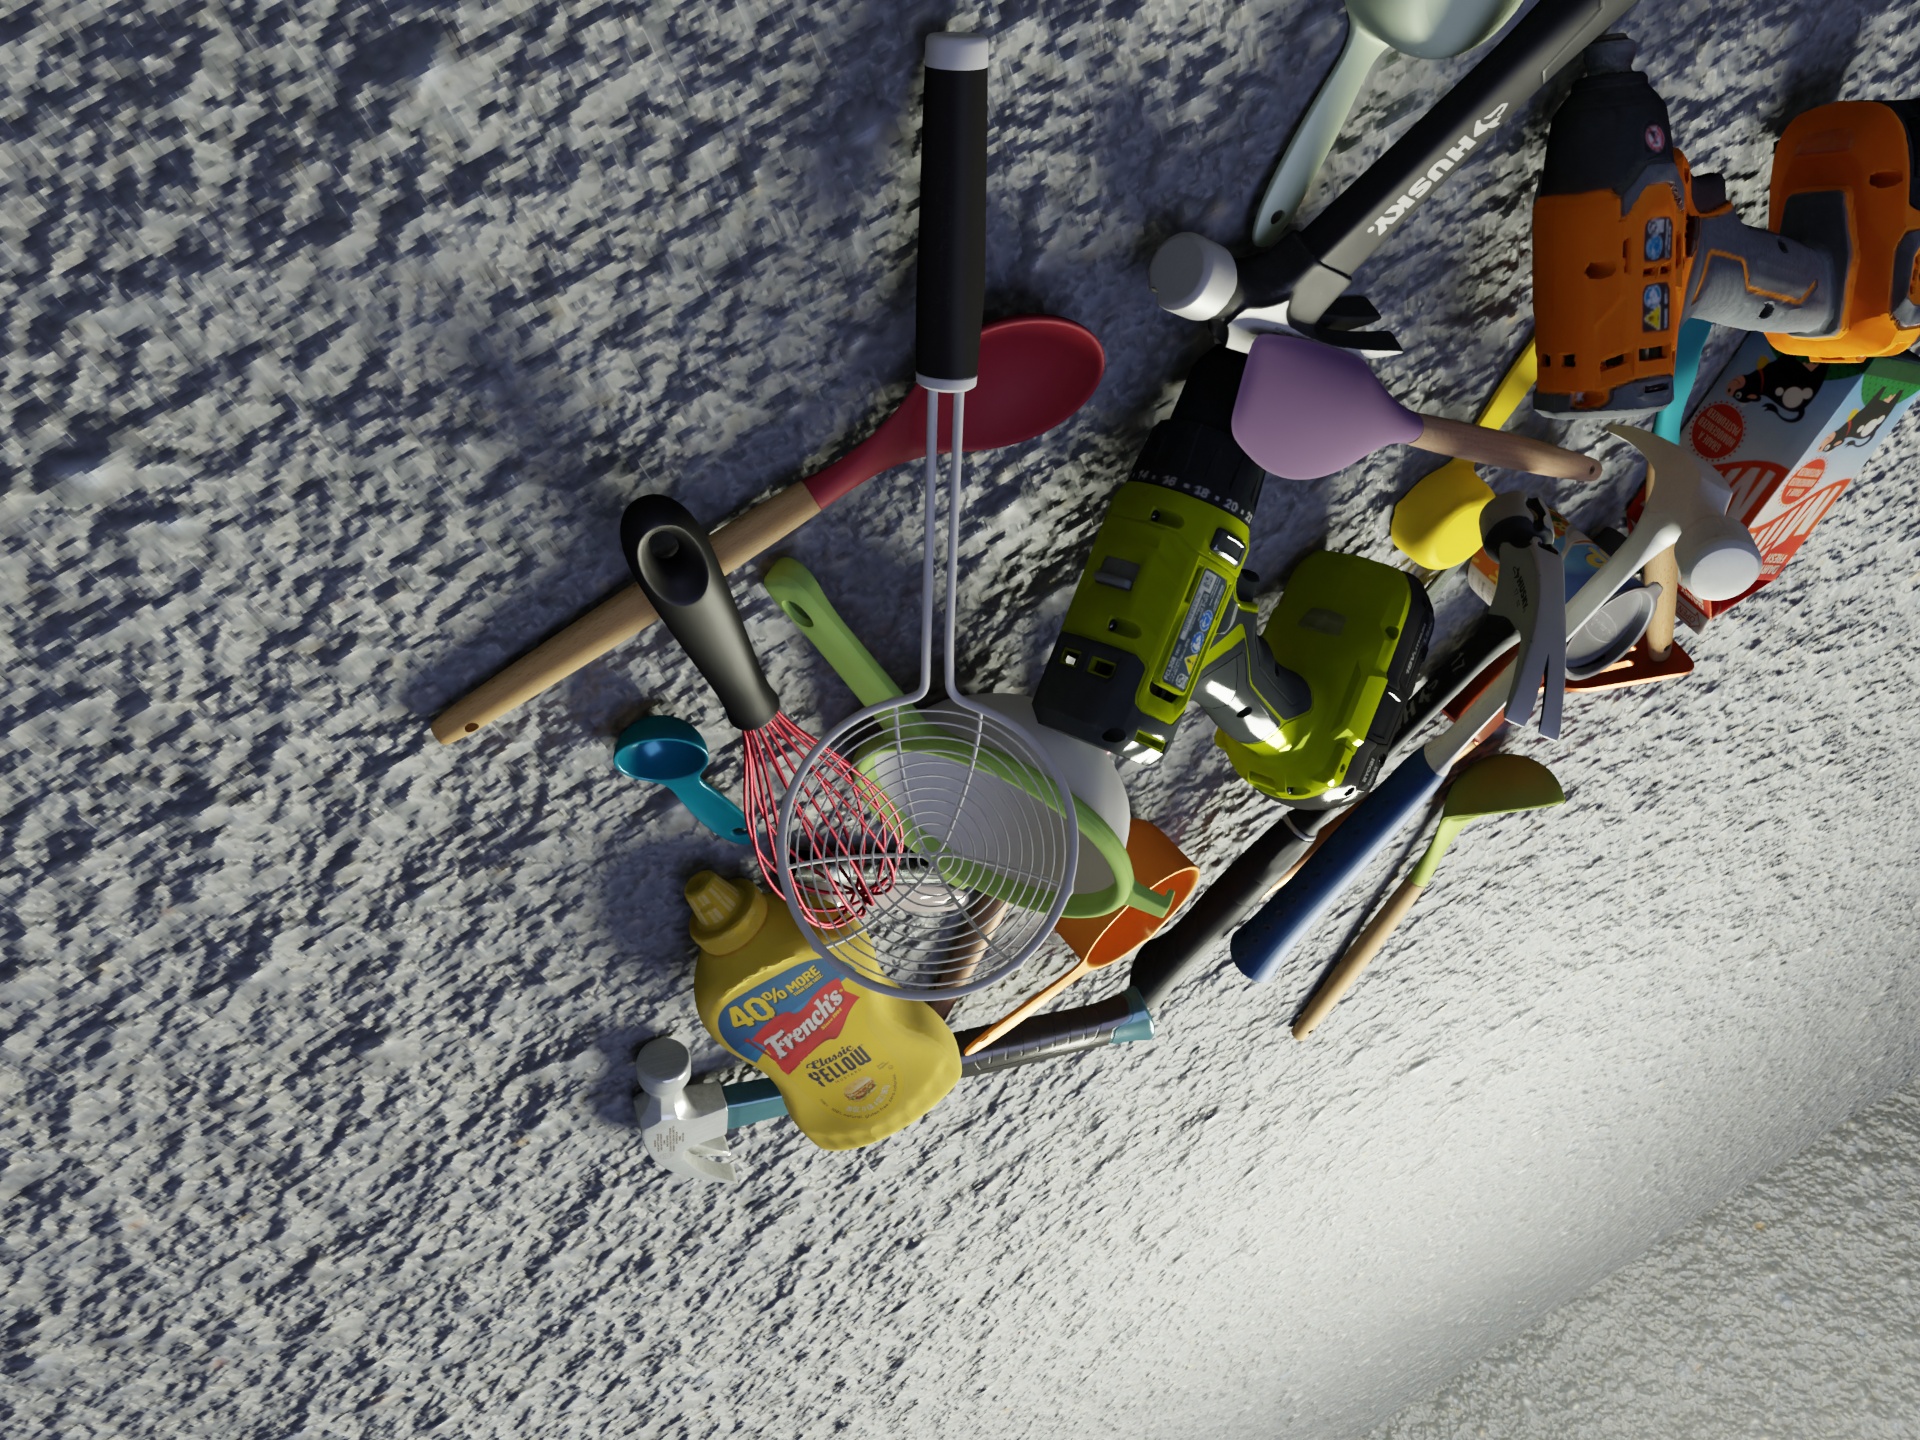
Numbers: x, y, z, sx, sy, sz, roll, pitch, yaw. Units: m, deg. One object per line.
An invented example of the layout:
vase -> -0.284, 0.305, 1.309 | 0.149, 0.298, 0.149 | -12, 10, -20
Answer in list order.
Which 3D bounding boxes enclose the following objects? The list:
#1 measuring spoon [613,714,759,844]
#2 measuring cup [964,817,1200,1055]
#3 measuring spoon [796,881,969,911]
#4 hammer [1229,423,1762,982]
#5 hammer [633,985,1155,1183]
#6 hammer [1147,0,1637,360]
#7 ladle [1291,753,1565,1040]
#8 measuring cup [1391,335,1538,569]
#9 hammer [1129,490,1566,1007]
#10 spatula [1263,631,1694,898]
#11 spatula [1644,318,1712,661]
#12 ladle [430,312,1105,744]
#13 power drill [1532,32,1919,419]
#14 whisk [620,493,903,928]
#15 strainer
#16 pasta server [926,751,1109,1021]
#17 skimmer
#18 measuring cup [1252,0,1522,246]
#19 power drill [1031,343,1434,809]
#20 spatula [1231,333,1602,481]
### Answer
measuring spoon -> -0.123, 0.028, 0.748 | 0.042, 0.021, 0.128 | -12, 153, 10
measuring cup -> 0.058, 0.124, 0.932 | 0.173, 0.052, 0.095 | -38, 156, -3
measuring spoon -> -0.040, 0.102, 0.880 | 0.124, 0.018, 0.034 | 8, 126, -41
hammer -> 0.272, 0.011, 0.887 | 0.035, 0.144, 0.405 | 23, 129, -12
hammer -> -0.031, 0.209, 0.965 | 0.331, 0.033, 0.128 | -8, 137, -20
hammer -> 0.230, -0.261, 0.608 | 0.146, 0.035, 0.334 | 4, 143, -47
ladle -> 0.328, 0.143, 1.162 | 0.078, 0.062, 0.320 | -6, 137, -35
measuring cup -> 0.285, -0.145, 0.842 | 0.062, 0.029, 0.156 | -1, 133, -35
hammer -> 0.207, 0.055, 0.918 | 0.036, 0.149, 0.408 | 22, 134, -13
spatula -> 0.317, 0.032, 1.040 | 0.322, 0.081, 0.041 | -38, 118, 13
spatula -> 0.384, -0.142, 0.884 | 0.082, 0.044, 0.317 | -33, 138, -6
ladle -> -0.082, -0.077, 0.654 | 0.315, 0.031, 0.069 | -32, 144, 1
power drill -> 0.362, -0.236, 0.743 | 0.226, 0.084, 0.164 | -13, 107, -23
whisk -> -0.084, 0.006, 0.698 | 0.073, 0.073, 0.295 | -29, 142, -6
strainer -> -0.001, -0.002, 0.760 | 0.256, 0.151, 0.069 | 51, 57, -35
pasta server -> 0.037, 0.083, 0.901 | 0.060, 0.040, 0.316 | -22, 146, -46
skimmer -> -0.009, -0.063, 0.608 | 0.127, 0.090, 0.363 | 5, 119, 4
measuring cup -> 0.169, -0.258, 0.630 | 0.083, 0.038, 0.167 | 4, 126, -38
power drill -> 0.143, -0.057, 0.771 | 0.228, 0.080, 0.190 | 23, 89, -49
spatula -> 0.232, -0.137, 0.772 | 0.315, 0.018, 0.059 | -1, 109, -42
